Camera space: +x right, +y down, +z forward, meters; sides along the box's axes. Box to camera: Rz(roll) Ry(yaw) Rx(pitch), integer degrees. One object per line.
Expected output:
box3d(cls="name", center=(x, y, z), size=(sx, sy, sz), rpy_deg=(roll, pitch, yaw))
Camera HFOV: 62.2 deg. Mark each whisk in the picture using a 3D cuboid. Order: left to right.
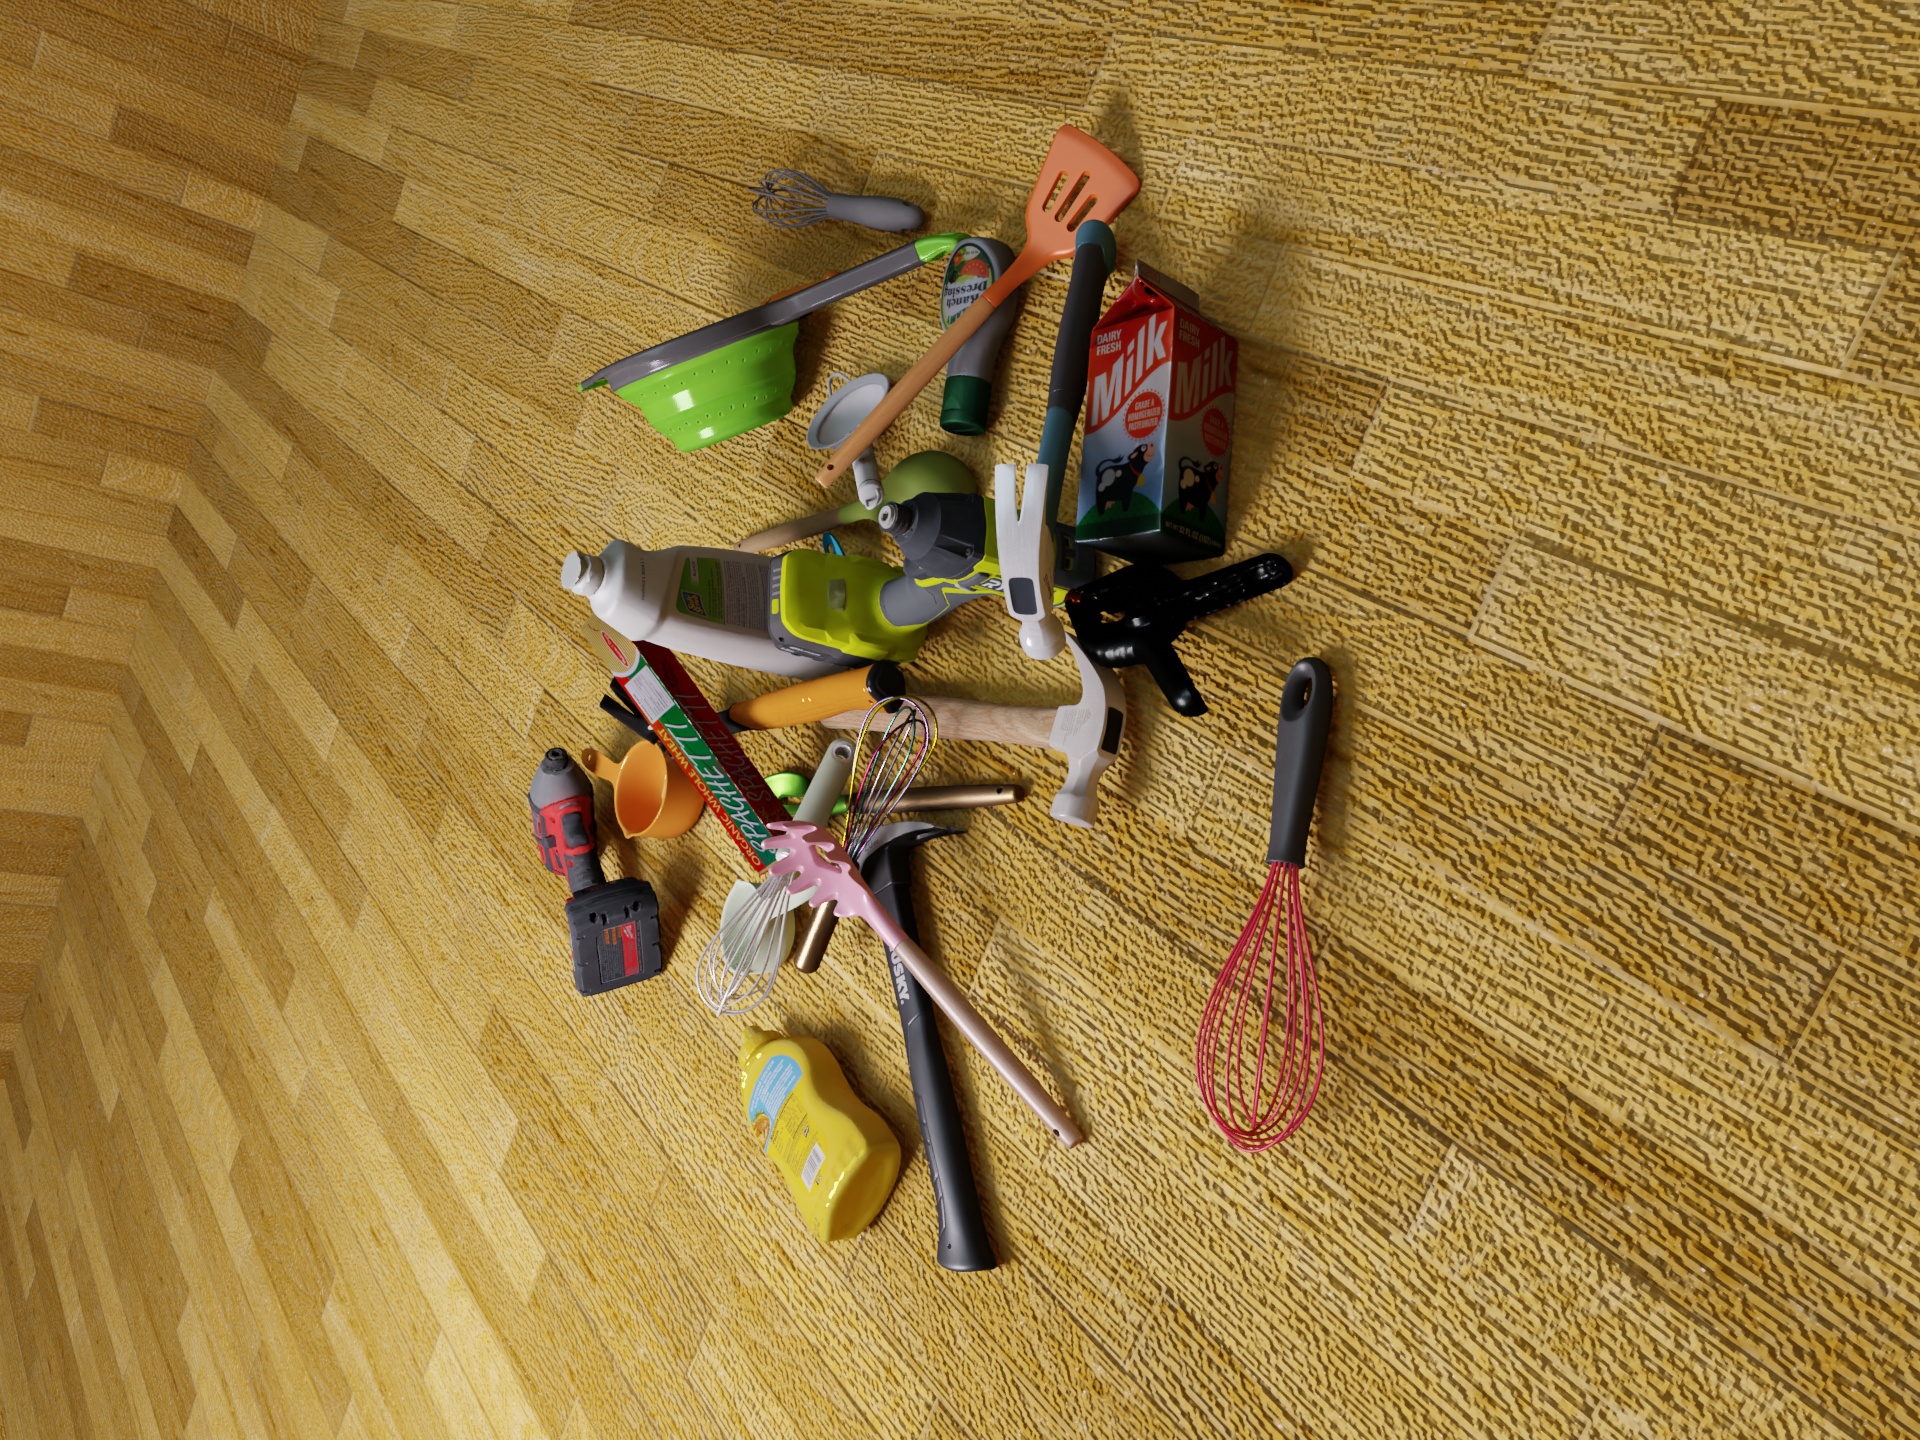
box3d(cls="whisk", center=(-0.133, 0.115, 1.214), size=(0.059, 0.058, 0.246), rpy_deg=(117, 177, -61))
box3d(cls="whisk", center=(-0.111, -0.457, 1.409), size=(0.239, 0.055, 0.055), rpy_deg=(26, 100, 44))
box3d(cls="whisk", center=(-0.074, 0.089, 1.186), size=(0.051, 0.047, 0.245), rpy_deg=(47, 122, 45))
box3d(cls="whisk", center=(0.188, 0.104, 0.939), size=(0.073, 0.073, 0.296), rpy_deg=(-3, 73, 47))

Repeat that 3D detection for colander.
box3d(cls="colander", center=(-0.148, -0.314, 1.371), size=(0.397, 0.204, 0.094), rpy_deg=(-13, 105, 32))

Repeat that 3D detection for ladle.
box3d(cls="ladle", center=(-0.100, -0.166, 1.338), size=(0.320, 0.062, 0.078), rpy_deg=(-6, 76, 54))

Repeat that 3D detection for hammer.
box3d(cls="hammer", center=(-0.163, -0.011, 1.284), size=(0.337, 0.127, 0.034), rpy_deg=(-11, 48, 49))
box3d(cls="hammer", center=(-0.024, 0.230, 1.155), size=(0.146, 0.035, 0.335), rpy_deg=(-36, 56, 37))
box3d(cls="hammer", center=(-0.002, -0.004, 1.180), size=(0.331, 0.031, 0.130), rpy_deg=(6, 76, 51))
box3d(cls="hammer", center=(0.069, -0.211, 1.075), size=(0.033, 0.128, 0.331), rpy_deg=(2, 58, 16))

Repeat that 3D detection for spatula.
box3d(cls="spatula", center=(0.001, -0.299, 1.189), size=(0.081, 0.041, 0.322), rpy_deg=(43, 92, 15))

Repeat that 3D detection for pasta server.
box3d(cls="pasta server", center=(-0.030, 0.179, 1.110), size=(0.316, 0.040, 0.060), rpy_deg=(45, 137, 25))

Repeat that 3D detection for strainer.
box3d(cls="strainer", center=(-0.080, -0.218, 1.270), size=(0.087, 0.050, 0.259), rpy_deg=(-36, 28, 12))

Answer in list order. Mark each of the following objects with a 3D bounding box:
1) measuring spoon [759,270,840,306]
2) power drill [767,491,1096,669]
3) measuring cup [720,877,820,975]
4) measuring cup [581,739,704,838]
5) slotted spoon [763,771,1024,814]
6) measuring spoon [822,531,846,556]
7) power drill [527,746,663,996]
box3d(cls="measuring spoon", center=(-0.150, -0.393, 1.456), size=(0.117, 0.011, 0.021), rpy_deg=(-2, 60, 47))
box3d(cls="power drill", center=(-0.037, -0.104, 1.151), size=(0.223, 0.171, 0.080), rpy_deg=(-18, 68, 48))
box3d(cls="measuring cup", center=(-0.140, 0.154, 1.285), size=(0.167, 0.038, 0.083), rpy_deg=(-34, 55, 45))
box3d(cls="measuring cup", center=(-0.297, 0.055, 1.485), size=(0.174, 0.052, 0.095), rpy_deg=(20, 96, 50))
box3d(cls="slotted spoon", center=(-0.068, 0.066, 1.248), size=(0.314, 0.031, 0.070), rpy_deg=(-7, 58, 45))
box3d(cls="measuring spoon", center=(-0.093, -0.094, 1.290), size=(0.042, 0.021, 0.129), rpy_deg=(-31, 77, 43))
box3d(cls="power drill", center=(-0.346, 0.133, 1.470), size=(0.220, 0.078, 0.143), rpy_deg=(-125, 29, -41))
